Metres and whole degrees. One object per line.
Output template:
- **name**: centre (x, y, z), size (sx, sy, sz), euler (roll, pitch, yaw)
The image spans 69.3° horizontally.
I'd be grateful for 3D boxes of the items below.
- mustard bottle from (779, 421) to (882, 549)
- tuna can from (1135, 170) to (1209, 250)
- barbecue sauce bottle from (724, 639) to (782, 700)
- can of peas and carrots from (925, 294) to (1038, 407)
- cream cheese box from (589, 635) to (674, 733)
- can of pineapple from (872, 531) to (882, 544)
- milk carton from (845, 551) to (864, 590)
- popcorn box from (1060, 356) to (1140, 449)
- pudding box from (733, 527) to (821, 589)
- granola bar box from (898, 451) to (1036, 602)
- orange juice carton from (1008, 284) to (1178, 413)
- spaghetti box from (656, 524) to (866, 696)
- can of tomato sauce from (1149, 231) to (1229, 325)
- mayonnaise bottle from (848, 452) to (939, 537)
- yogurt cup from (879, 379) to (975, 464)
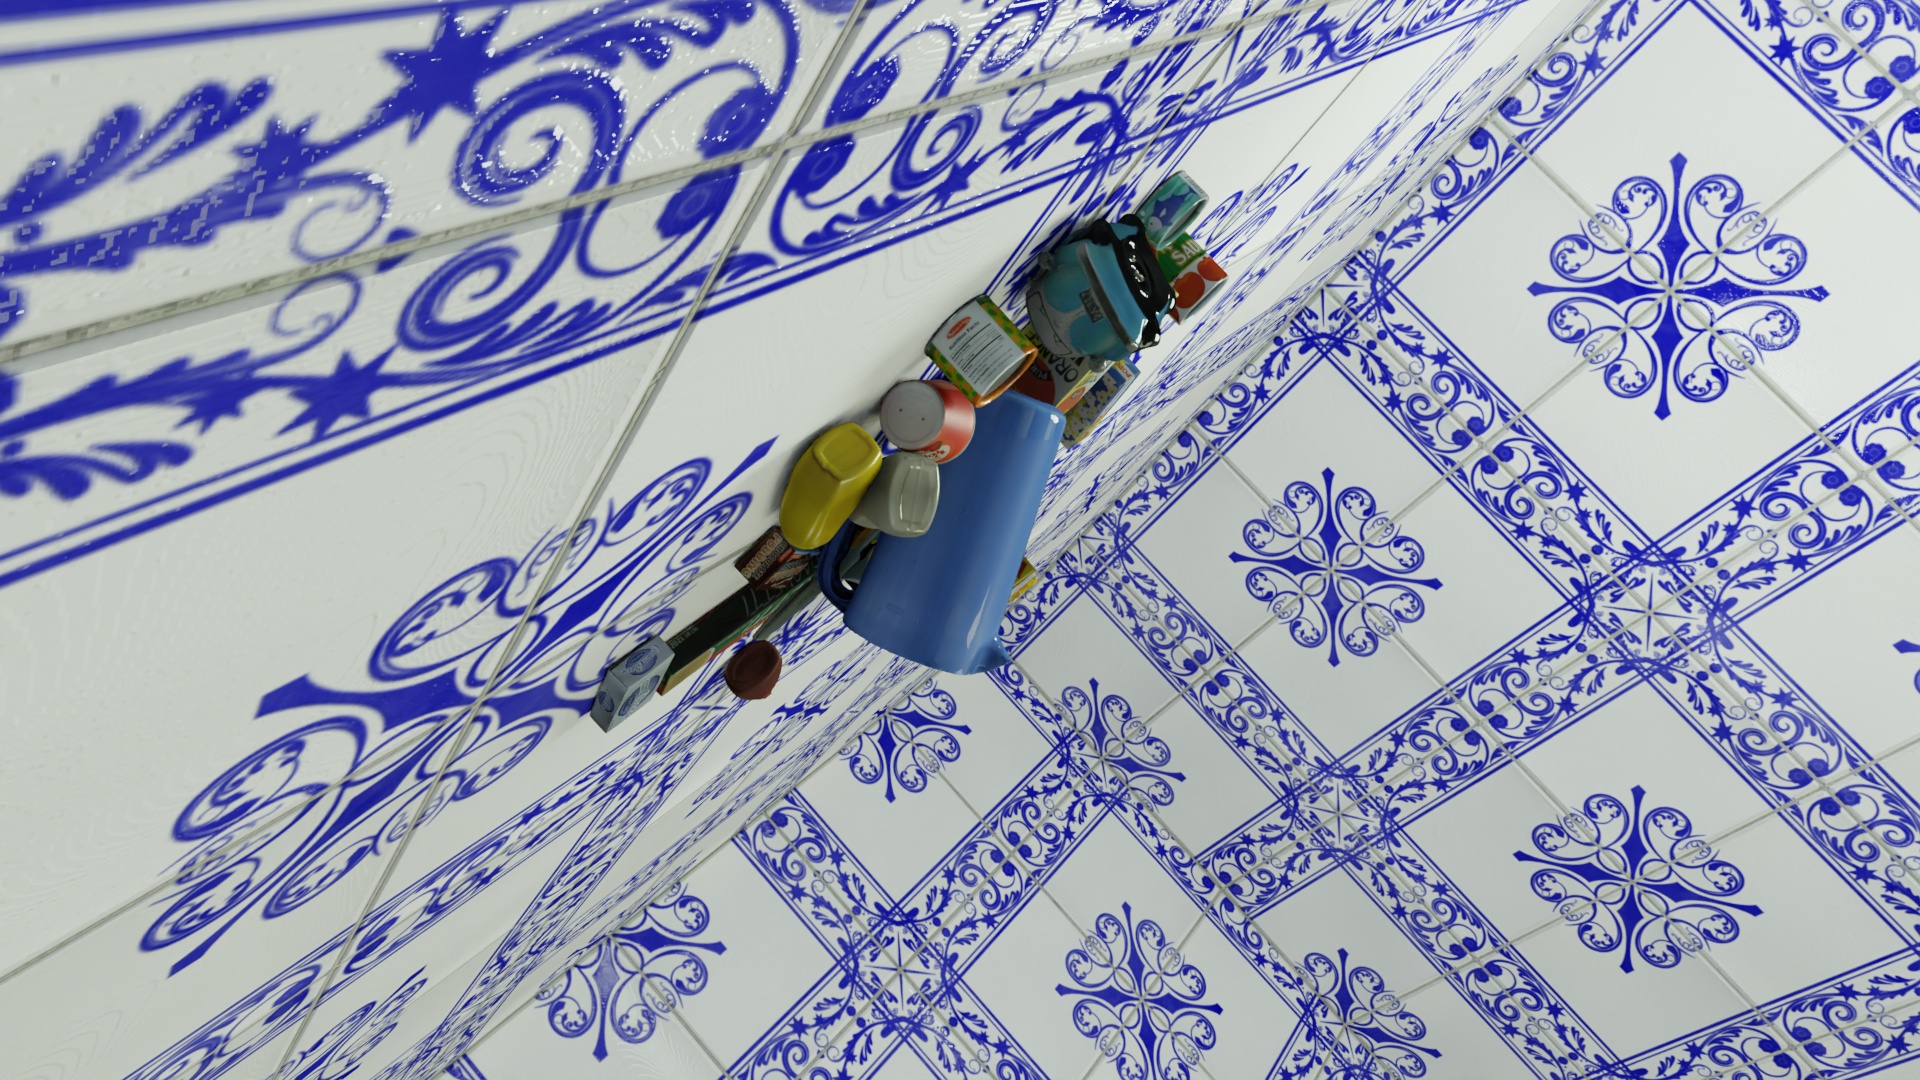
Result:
- **mustard bottle**: centre (-0.110, -0.031, 1.076), size (0.065, 0.049, 0.159), euler (-39, 172, -34)
- **tuna can**: centre (0.182, -0.287, 1.218), size (0.071, 0.033, 0.071), euler (-42, 173, -7)
- **barbecue sauce bottle**: centre (-0.227, 0.150, 1.538), size (0.065, 0.044, 0.148), euler (-41, 173, -14)
- **can of peas and carrots**: centre (0.017, -0.144, 1.060), size (0.071, 0.059, 0.071), euler (-41, 173, -6)
- **cream cheese box**: centre (-0.277, 0.121, 1.168), size (0.053, 0.024, 0.103), euler (-39, 172, -36)
- **can of pineapple**: centre (-0.066, -0.016, 1.363), size (0.071, 0.058, 0.071), euler (-42, 173, -6)
- **milk carton**: centre (-0.069, 0.018, 1.504), size (0.073, 0.072, 0.191), euler (-43, 172, 11)
- **popcorn box**: centre (0.118, -0.160, 1.405), size (0.038, 0.085, 0.126), euler (-36, 171, -34)
- **pudding box**: centre (-0.154, 0.015, 1.182), size (0.049, 0.030, 0.084), euler (-44, 173, 5)
- **granola bar box**: centre (0.005, -0.017, 1.318), size (0.039, 0.165, 0.124), euler (-40, 173, -2)
- **orange juice carton**: centre (0.101, -0.178, 1.261), size (0.192, 0.072, 0.073), euler (-46, 171, 25)
- **spaghetti box**: centre (-0.182, 0.055, 1.271), size (0.251, 0.029, 0.050), euler (-38, 172, -34)
- **can of tomato sauce**: centre (0.203, -0.256, 1.309), size (0.071, 0.083, 0.071), euler (-42, 173, -6)
- **mayonnaise bottle**: centre (-0.064, -0.037, 1.107), size (0.148, 0.041, 0.064), euler (6, -94, 66)
- **yogurt cup**: centre (-0.028, -0.095, 1.086), size (0.072, 0.072, 0.054), euler (-44, 165, 13)
